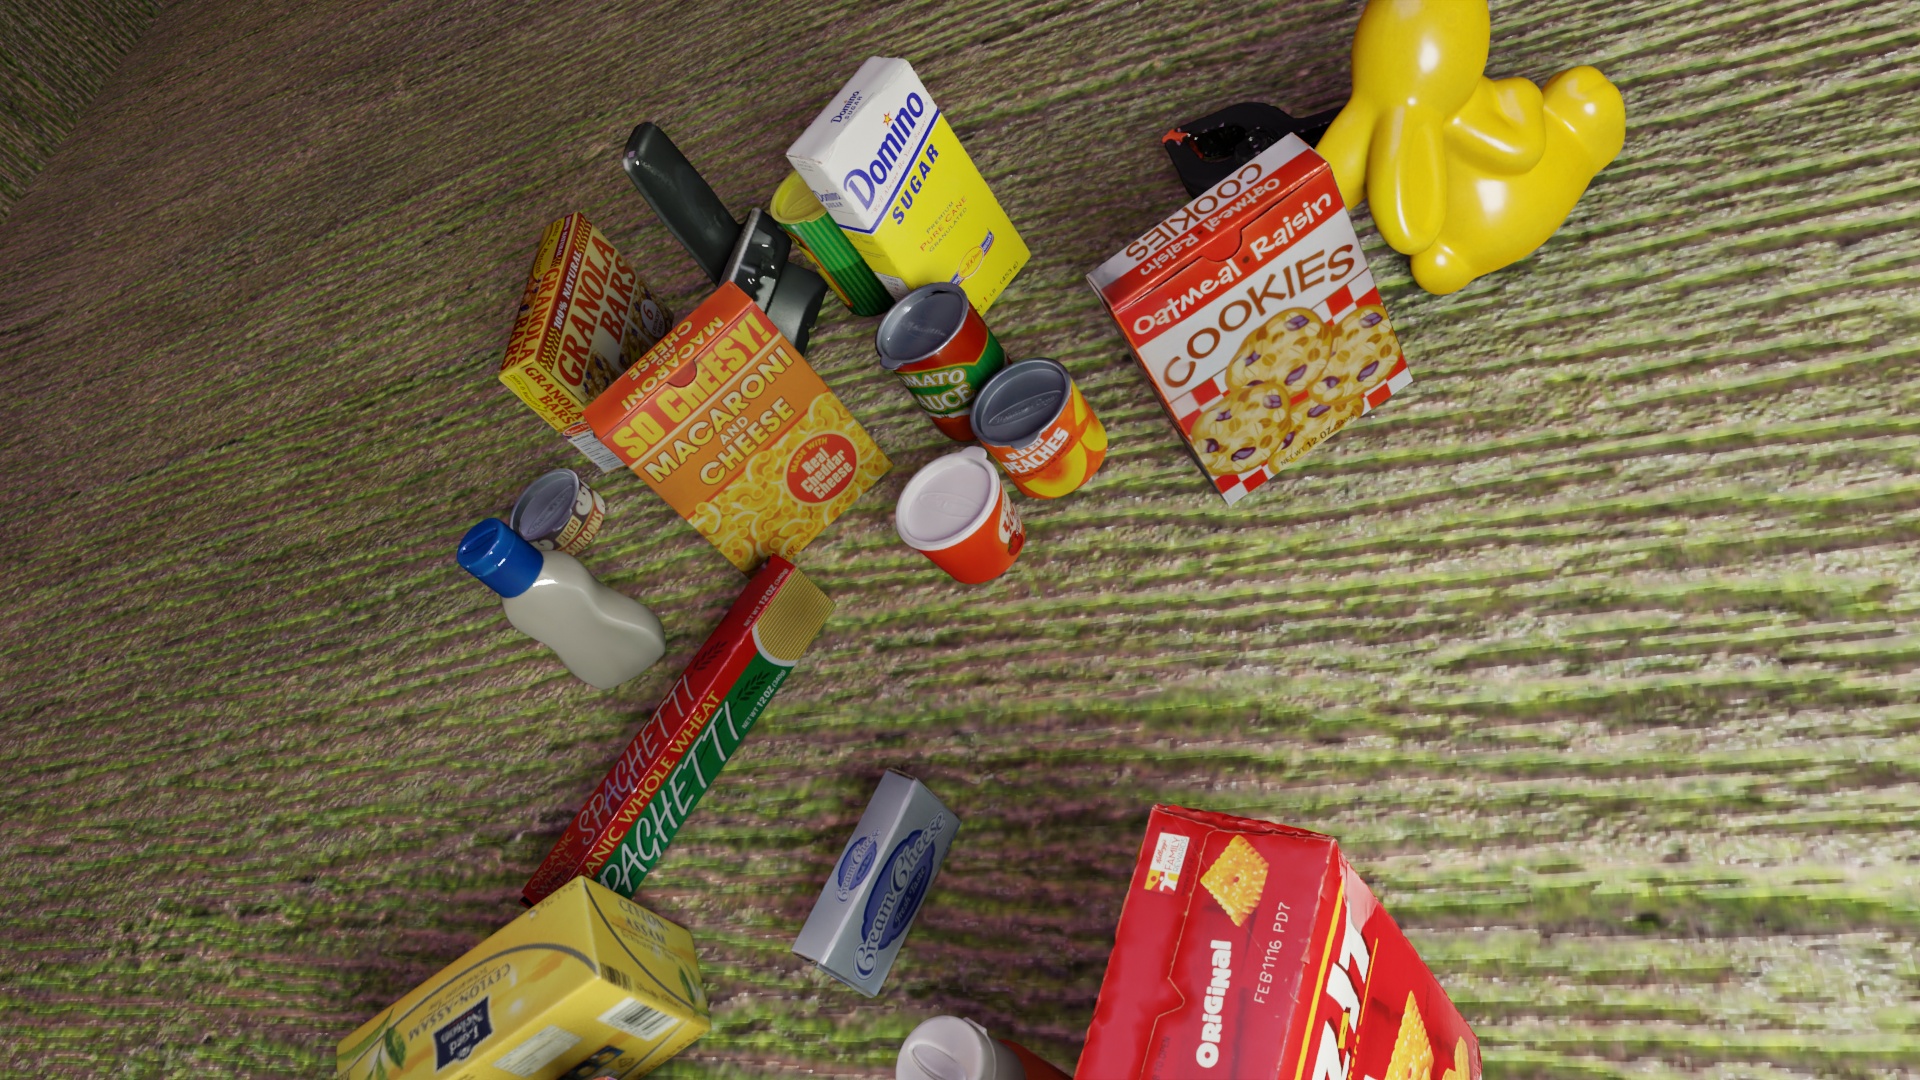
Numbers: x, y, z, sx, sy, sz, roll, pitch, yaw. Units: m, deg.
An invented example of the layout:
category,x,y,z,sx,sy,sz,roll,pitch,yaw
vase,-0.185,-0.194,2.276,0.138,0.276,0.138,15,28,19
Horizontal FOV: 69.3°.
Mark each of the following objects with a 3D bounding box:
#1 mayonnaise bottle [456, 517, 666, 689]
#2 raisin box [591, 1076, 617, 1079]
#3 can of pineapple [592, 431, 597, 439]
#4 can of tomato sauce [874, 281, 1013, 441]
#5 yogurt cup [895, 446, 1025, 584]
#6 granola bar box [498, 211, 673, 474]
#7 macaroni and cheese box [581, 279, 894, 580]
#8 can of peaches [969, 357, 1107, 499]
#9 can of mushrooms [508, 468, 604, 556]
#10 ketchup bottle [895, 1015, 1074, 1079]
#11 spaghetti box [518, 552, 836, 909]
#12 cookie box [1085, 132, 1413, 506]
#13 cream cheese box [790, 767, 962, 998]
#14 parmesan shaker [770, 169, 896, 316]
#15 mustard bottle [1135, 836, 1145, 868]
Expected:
category,x,y,z,sx,sy,sz,roll,pitch,yaw
mayonnaise bottle,-0.255,0.040,0.887,0.064,0.147,0.041,-30,45,11
raisin box,-0.134,0.301,0.619,0.040,0.123,0.086,-26,46,14
can of pineapple,-0.224,-0.079,1.024,0.071,0.057,0.071,-18,49,21
can of tomato sauce,-0.006,-0.112,0.889,0.071,0.083,0.071,-18,49,21
yogurt cup,0.003,-0.010,0.824,0.072,0.053,0.073,-18,49,21
granola bar box,-0.284,-0.153,1.074,0.039,0.124,0.166,-17,49,22
macaroni and cheese box,-0.135,-0.063,0.875,0.124,0.166,0.040,-43,44,-3
can of peaches,0.048,-0.065,0.834,0.071,0.058,0.071,-18,49,21
can of mushrooms,-0.302,-0.017,1.044,0.071,0.033,0.071,-18,49,21
ketchup bottle,0.026,0.228,0.554,0.065,0.148,0.044,16,67,41
spaghetti box,-0.165,0.123,0.832,0.029,0.050,0.251,20,69,42
cookie box,0.155,-0.108,0.720,0.123,0.167,0.040,-35,45,6
cream cheese box,-0.040,0.174,0.707,0.024,0.053,0.104,11,63,39
parmesan shaker,-0.082,-0.218,1.007,0.071,0.102,0.072,-18,49,21
mustard bottle,0.107,0.145,0.558,0.049,0.159,0.065,24,72,43
